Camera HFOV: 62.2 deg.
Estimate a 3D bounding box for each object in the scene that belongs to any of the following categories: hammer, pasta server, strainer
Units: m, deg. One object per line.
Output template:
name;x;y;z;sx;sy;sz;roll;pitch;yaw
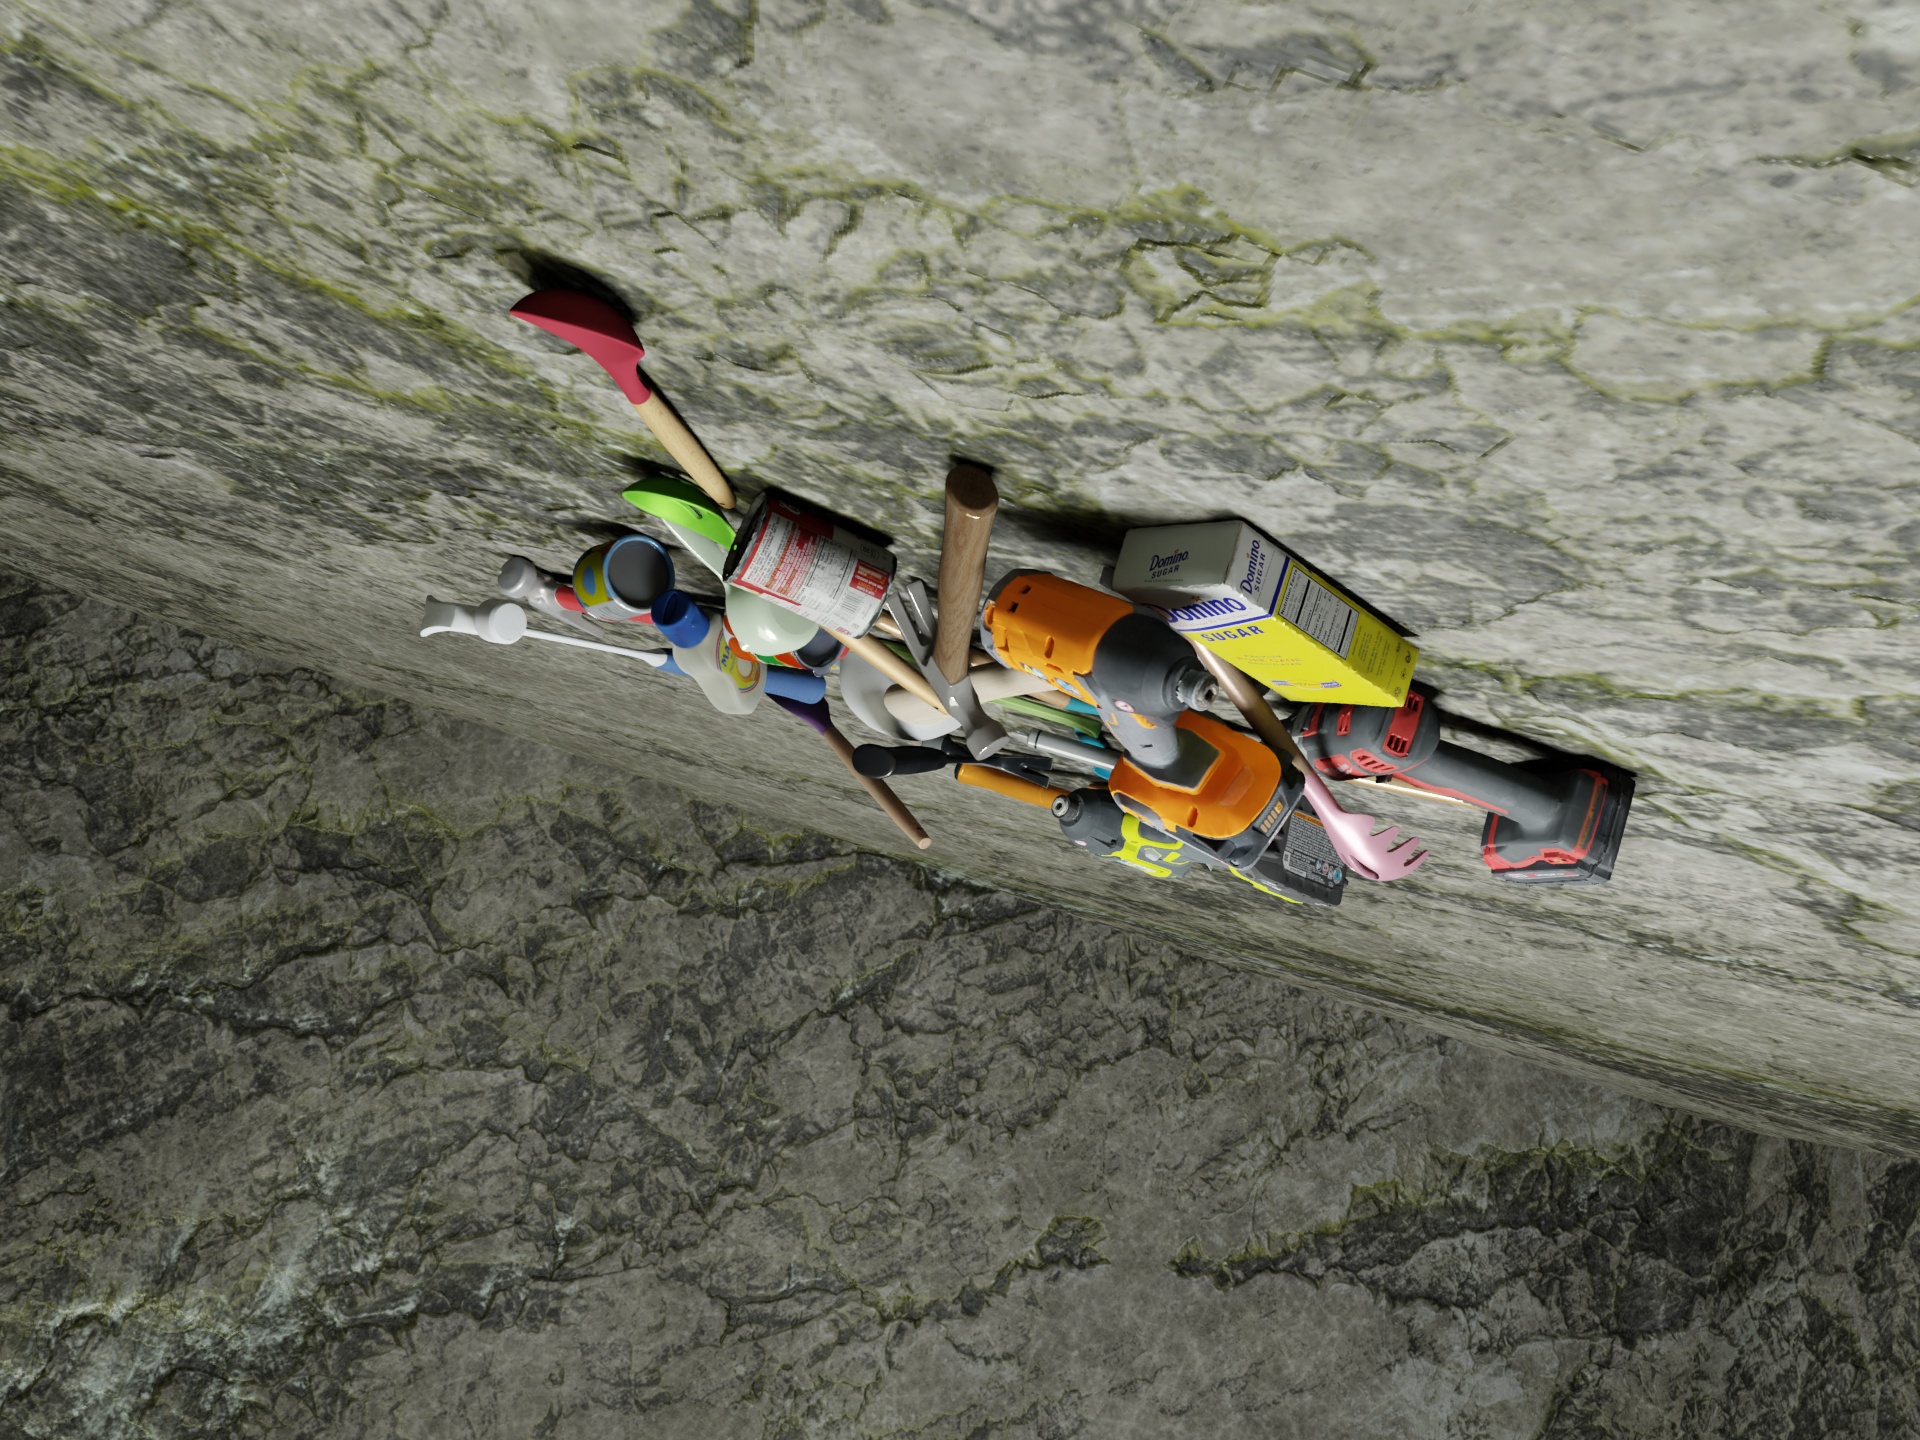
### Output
hammer;0.123;0.090;1.728;0.337;0.034;0.127;15;168;44
pasta server;0.216;0.011;1.050;0.316;0.040;0.060;48;161;-29
strainer;0.168;0.044;1.470;0.258;0.050;0.087;16;-165;13
strainer;-0.002;-0.005;1.440;0.256;0.069;0.151;17;169;13
hammer;-0.278;-0.059;1.392;0.144;0.035;0.405;7;178;40
hammer;0.046;-0.039;1.196;0.146;0.038;0.411;25;162;-27
hammer;-0.018;0.040;1.546;0.149;0.036;0.409;12;-178;15
hammer;-0.252;-0.093;1.482;0.386;0.038;0.143;10;168;33
hammer;-0.003;-0.079;1.052;0.130;0.031;0.331;56;167;15

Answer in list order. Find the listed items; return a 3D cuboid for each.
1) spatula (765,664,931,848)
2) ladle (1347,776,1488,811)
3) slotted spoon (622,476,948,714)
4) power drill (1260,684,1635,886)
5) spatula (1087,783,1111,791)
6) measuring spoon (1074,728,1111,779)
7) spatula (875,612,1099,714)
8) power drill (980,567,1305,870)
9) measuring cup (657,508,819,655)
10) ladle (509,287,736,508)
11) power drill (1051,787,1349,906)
spatula;-0.113;0.026;1.506;0.059;0.018;0.316;-6;-145;-35
ladle;0.296;0.050;1.285;0.320;0.062;0.078;12;161;14
slotted spoon;-0.116;-0.090;1.176;0.313;0.031;0.070;37;161;-31
power drill;0.336;0.043;1.136;0.226;0.080;0.188;23;168;-12
spatula;0.231;0.079;1.625;0.081;0.041;0.323;24;172;-31
measuring spoon;0.136;0.024;1.527;0.042;0.021;0.128;5;155;27
spatula;0.065;-0.016;1.347;0.317;0.044;0.082;23;178;-21
power drill;0.125;0.003;0.975;0.164;0.084;0.226;26;166;45
measuring cup;-0.164;-0.115;1.192;0.038;0.083;0.167;-4;142;40
ladle;-0.182;-0.183;0.949;0.069;0.031;0.315;18;171;12
power drill;0.198;0.098;1.335;0.223;0.080;0.171;2;165;45
